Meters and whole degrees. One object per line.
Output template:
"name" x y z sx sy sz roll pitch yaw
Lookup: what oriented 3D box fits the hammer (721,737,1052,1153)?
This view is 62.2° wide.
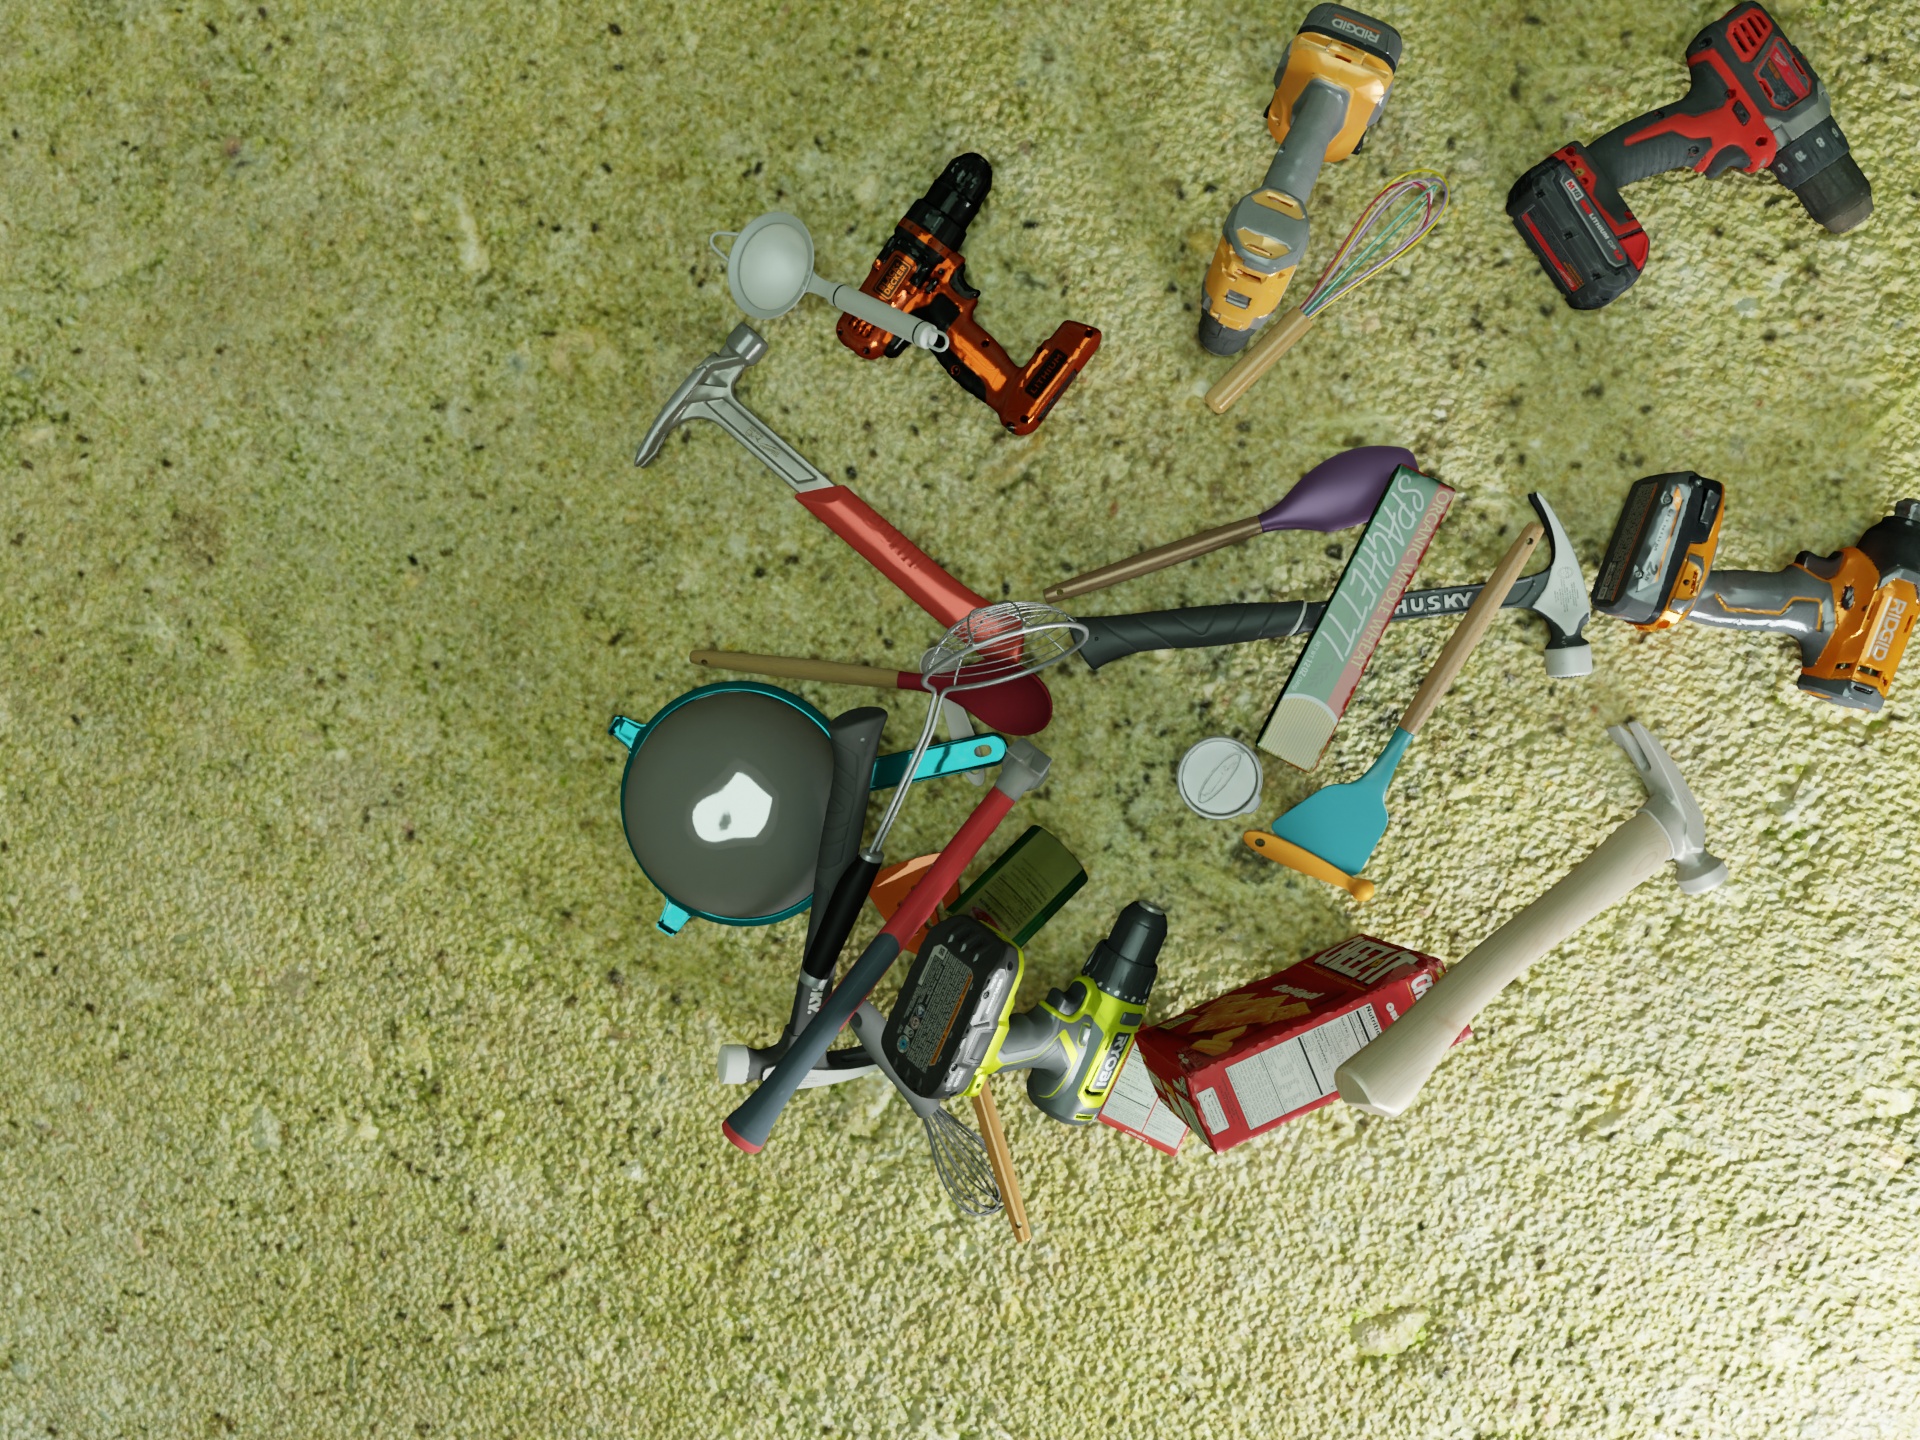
"hammer" -0.058 0.174 1.224 0.038 0.143 0.386 37 90 4

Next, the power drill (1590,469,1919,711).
"power drill" 0.623 -0.117 1.219 0.226 0.084 0.164 19 96 0

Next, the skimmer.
"skimmer" -0.023 0.066 1.206 0.090 0.127 0.363 34 107 30

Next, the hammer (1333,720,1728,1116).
"hammer" 0.415 0.150 1.171 0.410 0.038 0.146 -30 92 -28

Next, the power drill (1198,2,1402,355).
"power drill" 0.244 -0.396 1.207 0.084 0.185 0.226 23 78 3

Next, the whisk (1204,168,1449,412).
"whisk" 0.285 -0.338 1.254 0.047 0.051 0.245 44 103 -6

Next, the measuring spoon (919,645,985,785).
"measuring spoon" -0.002 -0.004 1.329 0.034 0.018 0.124 -16 100 15

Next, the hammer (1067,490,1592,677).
"hammer" 0.291 -0.090 1.278 0.409 0.036 0.149 -6 93 7

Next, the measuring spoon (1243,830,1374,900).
"measuring spoon" 0.285 0.120 1.305 0.117 0.011 0.021 25 115 2

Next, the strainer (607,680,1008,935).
"strainer" -0.130 0.062 1.302 0.340 0.095 0.211 -13 94 9

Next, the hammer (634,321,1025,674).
"hammer" -0.095 -0.158 1.312 0.359 0.037 0.149 41 98 2

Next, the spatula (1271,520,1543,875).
"spatula" 0.362 -0.018 1.252 0.082 0.044 0.317 30 104 0

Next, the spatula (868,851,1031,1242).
"spatula" 0.004 0.272 1.317 0.081 0.041 0.323 -18 79 5

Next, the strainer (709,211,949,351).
"strainer" -0.101 -0.336 1.255 0.259 0.050 0.087 33 106 33

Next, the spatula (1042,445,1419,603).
"spatula" 0.217 -0.153 1.288 0.316 0.018 0.060 -19 92 6

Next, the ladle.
"ladle" -0.076 -0.035 1.313 0.315 0.031 0.069 7 122 13

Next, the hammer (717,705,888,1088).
"hammer" -0.100 0.147 1.283 0.146 0.035 0.334 5 109 -20

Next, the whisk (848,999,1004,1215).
"whisk" -0.029 0.321 1.319 0.055 0.055 0.238 -31 105 8

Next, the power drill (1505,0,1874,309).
"power drill" 0.556 -0.405 1.203 0.226 0.080 0.188 -35 91 5

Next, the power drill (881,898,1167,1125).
"power drill" 0.063 0.221 1.252 0.080 0.228 0.190 31 101 44
